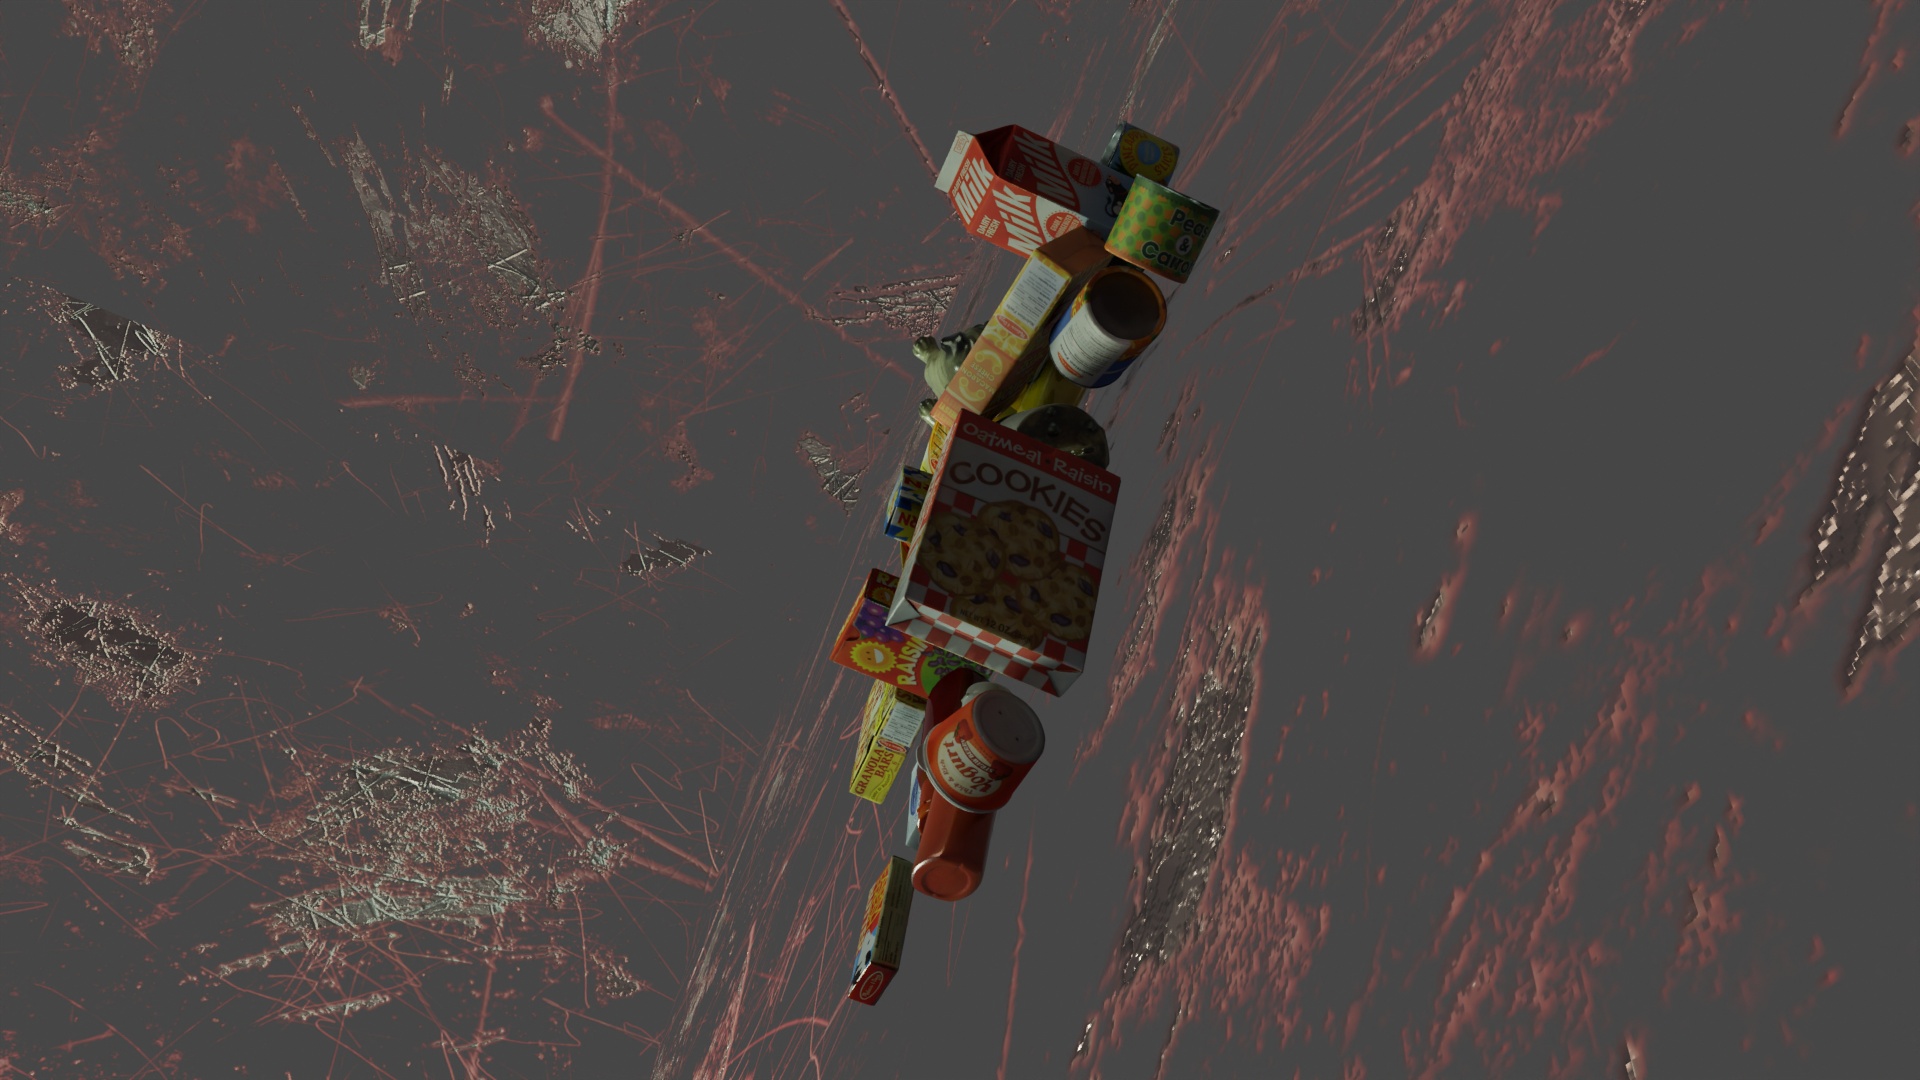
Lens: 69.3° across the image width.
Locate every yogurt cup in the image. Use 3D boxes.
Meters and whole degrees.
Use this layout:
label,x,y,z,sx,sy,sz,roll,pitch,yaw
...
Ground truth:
label,x,y,z,sx,sy,sz,roll,pitch,yaw
yogurt cup,0.018,0.132,0.885,0.053,0.072,0.073,-51,17,38

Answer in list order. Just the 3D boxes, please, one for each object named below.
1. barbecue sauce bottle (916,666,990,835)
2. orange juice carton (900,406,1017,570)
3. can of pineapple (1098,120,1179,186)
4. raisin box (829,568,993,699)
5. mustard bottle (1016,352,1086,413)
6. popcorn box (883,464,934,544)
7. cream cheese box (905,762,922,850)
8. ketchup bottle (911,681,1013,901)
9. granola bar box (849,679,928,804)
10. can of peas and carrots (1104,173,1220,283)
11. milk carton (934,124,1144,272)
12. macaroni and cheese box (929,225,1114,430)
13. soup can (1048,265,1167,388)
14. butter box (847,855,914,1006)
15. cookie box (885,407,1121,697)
label,x,y,z,sx,sy,sz,roll,pitch,yaw
barbecue sauce bottle,-0.007,0.161,1.035,0.064,0.043,0.149,-55,14,29
orange juice carton,0.001,-0.033,1.294,0.073,0.072,0.192,48,125,57
can of pineapple,0.158,-0.337,1.253,0.071,0.058,0.071,-155,87,-82
raisin box,-0.033,0.083,1.130,0.040,0.123,0.085,-76,12,-48
mustard bottle,0.084,-0.135,1.223,0.065,0.049,0.160,-172,104,-81
popcorn box,0.004,-0.014,1.140,0.085,0.127,0.038,-89,18,-69
cream cheese box,-0.020,0.195,1.097,0.104,0.024,0.053,-88,23,-68
ketchup bottle,0.006,0.164,0.938,0.064,0.043,0.149,123,167,-48
granola bar box,-0.067,0.169,1.422,0.166,0.039,0.123,-83,18,-64
can of peas and carrots,0.146,-0.224,1.002,0.071,0.071,0.058,-92,25,-71
milk carton,0.075,-0.287,1.187,0.072,0.190,0.074,123,167,-54
macaroni and cheese box,0.052,-0.170,1.133,0.165,0.040,0.124,-56,-7,30
soup can,0.113,-0.164,1.056,0.083,0.071,0.071,134,157,-67
butter box,-0.059,0.299,1.068,0.104,0.024,0.052,-79,14,-53
cookie box,0.033,0.004,0.912,0.040,0.123,0.168,123,167,-50
